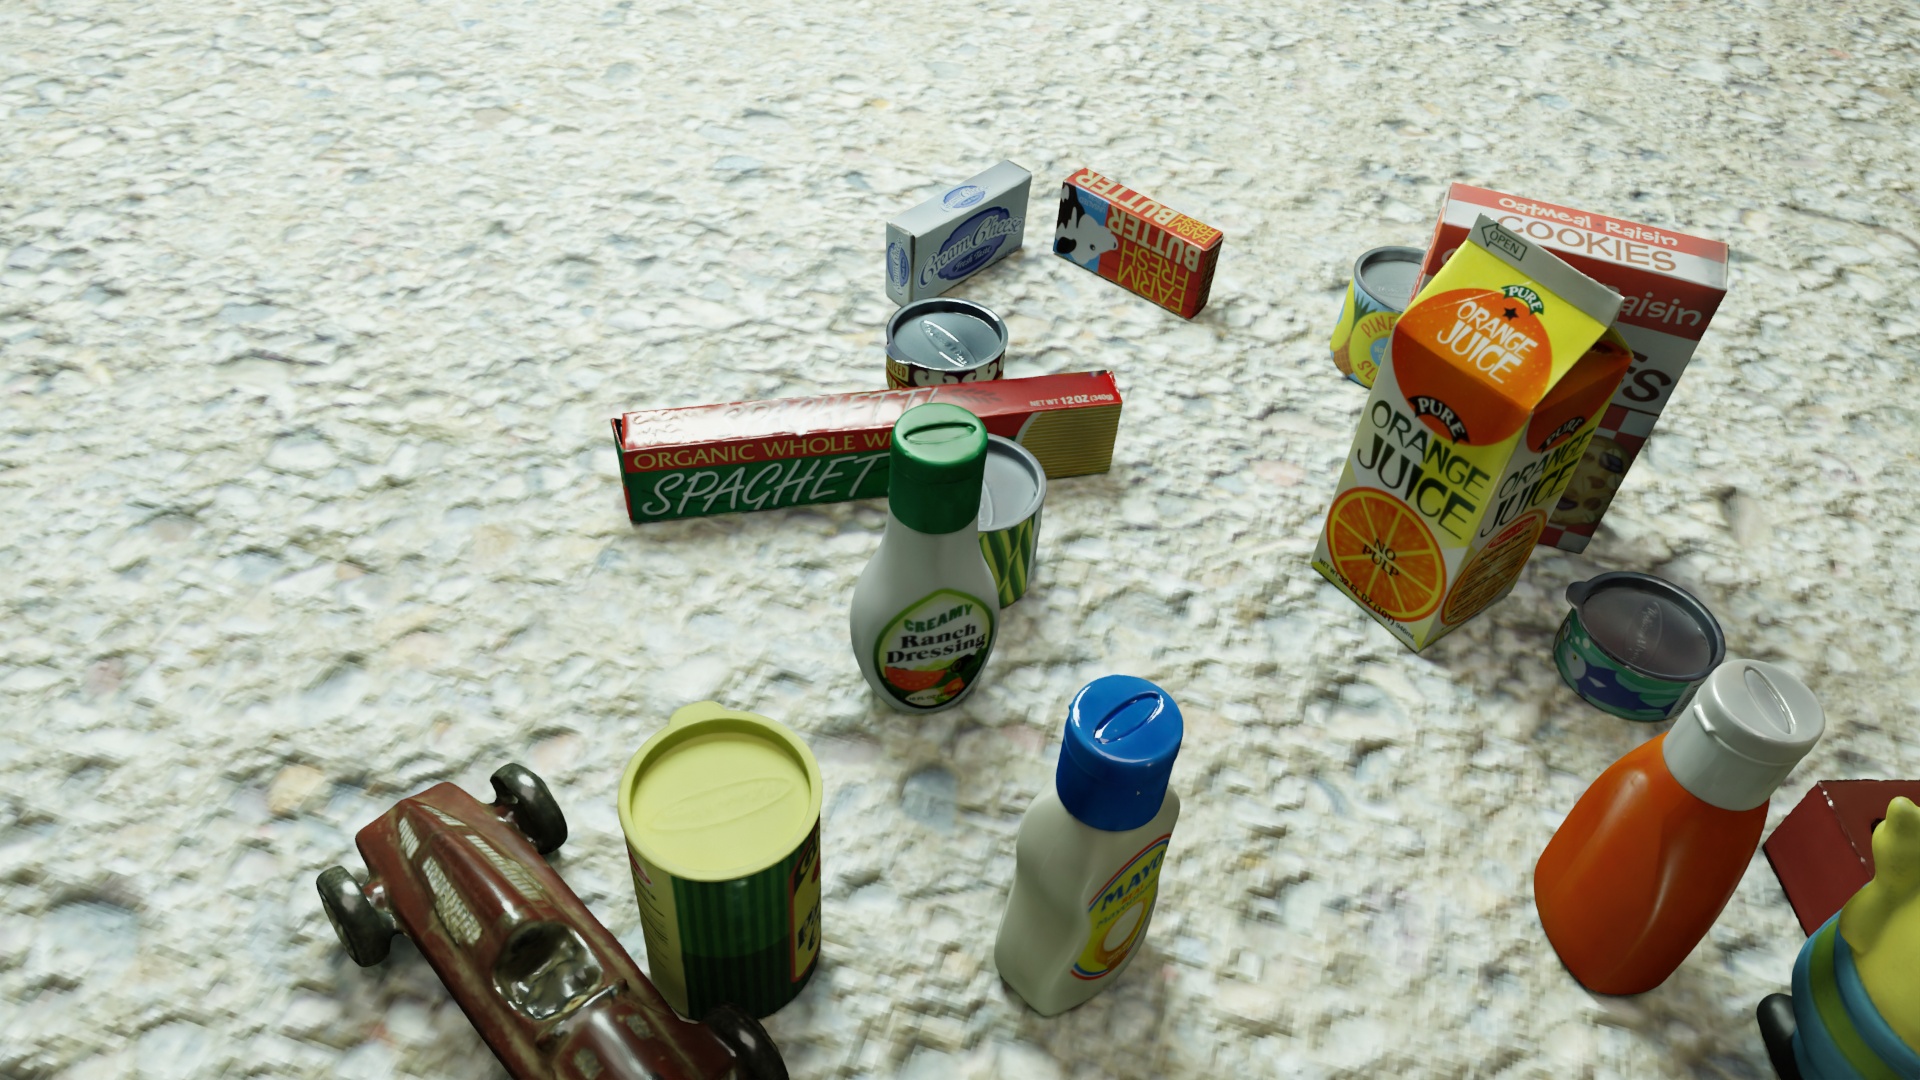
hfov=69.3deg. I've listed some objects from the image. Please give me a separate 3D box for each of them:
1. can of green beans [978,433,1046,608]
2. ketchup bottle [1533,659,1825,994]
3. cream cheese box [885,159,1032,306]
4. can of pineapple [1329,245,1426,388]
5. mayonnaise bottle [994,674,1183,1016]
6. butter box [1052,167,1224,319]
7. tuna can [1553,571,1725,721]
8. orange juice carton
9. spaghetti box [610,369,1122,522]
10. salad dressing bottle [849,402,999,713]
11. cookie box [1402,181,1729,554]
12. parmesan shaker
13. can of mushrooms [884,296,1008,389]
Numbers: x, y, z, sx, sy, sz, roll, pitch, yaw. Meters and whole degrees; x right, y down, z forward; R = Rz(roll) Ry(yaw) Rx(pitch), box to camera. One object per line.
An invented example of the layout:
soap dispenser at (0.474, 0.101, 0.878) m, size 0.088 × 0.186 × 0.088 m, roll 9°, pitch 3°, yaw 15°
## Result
can of green beans at (0.005, -0.008, 0.652) m, size 0.071 × 0.057 × 0.071 m, roll 3°, pitch 46°, yaw -3°
ketchup bottle at (0.257, 0.103, 0.502) m, size 0.043 × 0.148 × 0.065 m, roll -1°, pitch 46°, yaw -6°
cream cheese box at (-0.001, -0.182, 0.825) m, size 0.024 × 0.053 × 0.104 m, roll 36°, pitch 53°, yaw 26°
can of pineapple at (0.249, -0.124, 0.788) m, size 0.071 × 0.057 × 0.071 m, roll 3°, pitch 46°, yaw -3°
mayonnaise bottle at (0.047, 0.106, 0.480) m, size 0.065 × 0.147 × 0.041 m, roll -31°, pitch 55°, yaw -30°
butter box at (0.105, -0.178, 0.831) m, size 0.103 × 0.052 × 0.024 m, roll 32°, pitch 51°, yaw 24°
tuna can at (0.310, 0.048, 0.643) m, size 0.071 × 0.032 × 0.071 m, roll 3°, pitch 45°, yaw -3°
orange juice carton at (0.227, -0.047, 0.617) m, size 0.073 × 0.191 × 0.072 m, roll -26°, pitch 53°, yaw -27°
spaghetti box at (-0.043, -0.048, 0.692) m, size 0.250 × 0.049 × 0.029 m, roll -7°, pitch 47°, yaw -12°
salad dressing bottle at (-0.013, 0.010, 0.569) m, size 0.064 × 0.146 × 0.044 m, roll -9°, pitch 47°, yaw -14°
cookie box at (0.270, -0.080, 0.670) m, size 0.123 × 0.166 × 0.040 m, roll 16°, pitch 47°, yaw 11°
parmesan shaker at (-0.082, 0.115, 0.491) m, size 0.071 × 0.102 × 0.072 m, roll 3°, pitch 46°, yaw -3°
can of mushrooms at (-0.010, -0.100, 0.758) m, size 0.071 × 0.033 × 0.071 m, roll 3°, pitch 45°, yaw -3°
